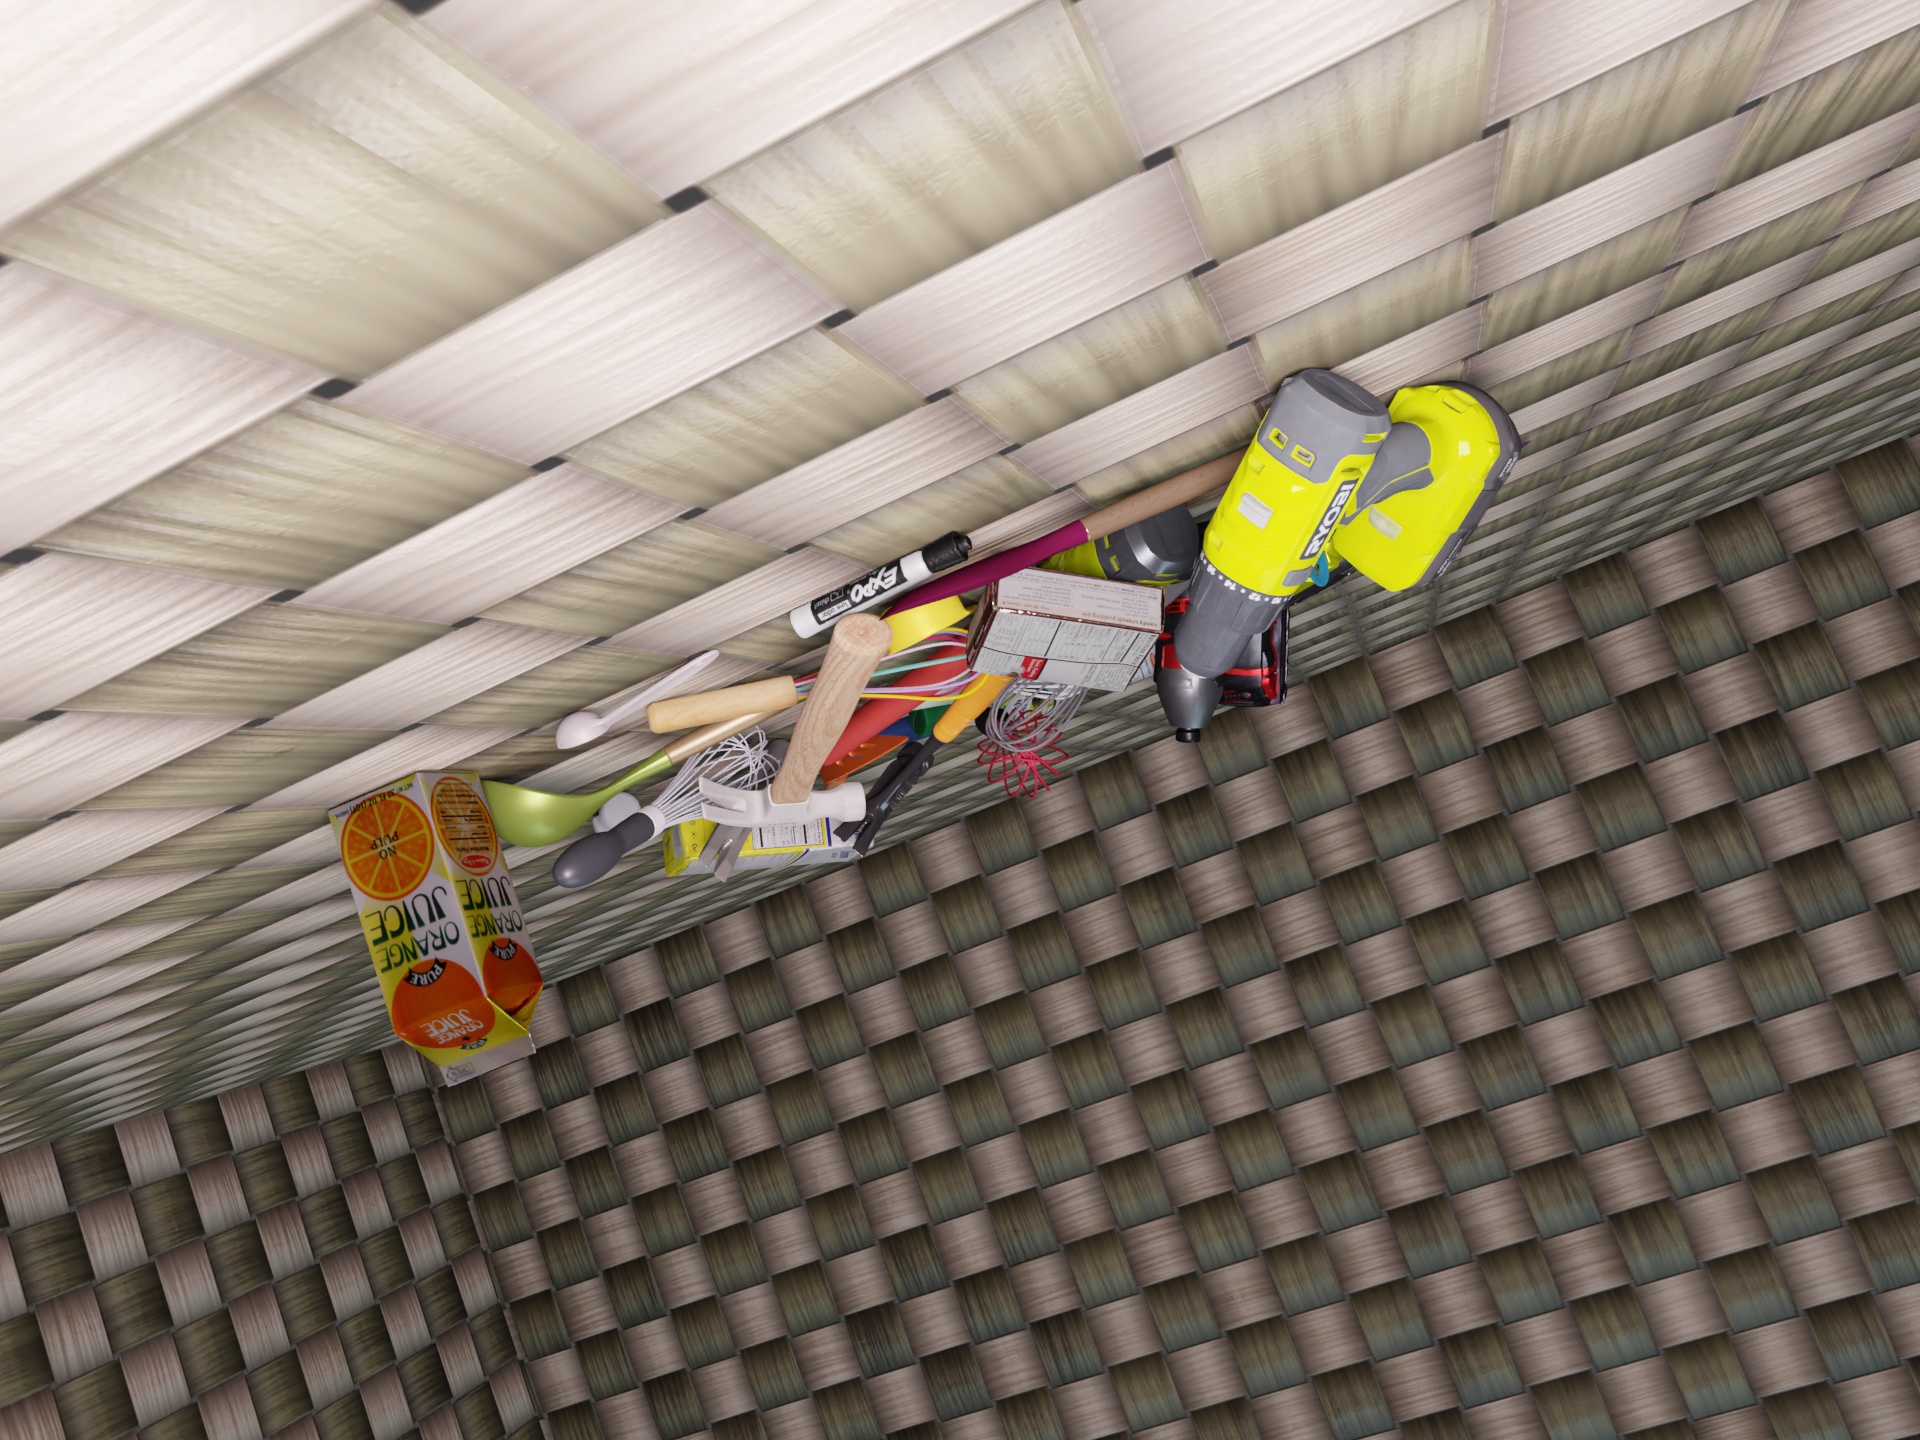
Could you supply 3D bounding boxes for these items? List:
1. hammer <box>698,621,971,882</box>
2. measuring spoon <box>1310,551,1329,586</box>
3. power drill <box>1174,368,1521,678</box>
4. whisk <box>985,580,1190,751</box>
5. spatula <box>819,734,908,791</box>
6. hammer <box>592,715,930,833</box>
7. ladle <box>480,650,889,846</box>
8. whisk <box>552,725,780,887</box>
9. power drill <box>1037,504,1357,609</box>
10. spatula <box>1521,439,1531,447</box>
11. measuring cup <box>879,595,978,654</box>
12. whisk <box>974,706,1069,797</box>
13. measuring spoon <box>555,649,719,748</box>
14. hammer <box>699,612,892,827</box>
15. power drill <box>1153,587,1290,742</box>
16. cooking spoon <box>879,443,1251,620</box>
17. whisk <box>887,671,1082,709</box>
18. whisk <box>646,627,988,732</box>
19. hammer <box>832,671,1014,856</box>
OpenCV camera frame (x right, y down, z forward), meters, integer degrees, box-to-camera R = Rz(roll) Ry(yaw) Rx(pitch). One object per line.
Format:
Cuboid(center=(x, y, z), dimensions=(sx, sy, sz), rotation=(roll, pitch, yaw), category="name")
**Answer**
Cuboid(center=(-0.080, 0.009, 1.256), dimensions=(0.359, 0.036, 0.149), rotation=(-33, -158, 42), category="hammer")
Cuboid(center=(0.211, -0.131, 1.039), dimensions=(0.021, 0.128, 0.042), rotation=(16, -115, 43), category="measuring spoon")
Cuboid(center=(0.229, -0.121, 0.964), dimensions=(0.228, 0.080, 0.190), rotation=(-17, 141, -44), category="power drill")
Cuboid(center=(0.111, -0.061, 1.195), dimensions=(0.239, 0.055, 0.055), rotation=(-43, 178, -14), category="whisk")
Cuboid(center=(-0.109, 0.063, 1.466), dimensions=(0.081, 0.041, 0.322), rotation=(-29, 170, -16), category="spatula")
Cuboid(center=(-0.150, 0.041, 1.496), dimensions=(0.405, 0.035, 0.144), rotation=(-18, 172, -23), category="hammer")
Cuboid(center=(-0.188, 0.002, 1.123), dimensions=(0.320, 0.062, 0.078), rotation=(-27, 175, -7), category="ladle")
Cuboid(center=(-0.215, 0.066, 1.182), dimensions=(0.070, 0.070, 0.284), rotation=(-25, -174, 27), category="whisk")
Cuboid(center=(0.160, -0.110, 1.113), dimensions=(0.223, 0.080, 0.171), rotation=(-12, 168, -32), category="power drill")
Cuboid(center=(0.333, -0.176, 1.334), dimensions=(0.316, 0.018, 0.059), rotation=(-21, 173, -9), category="spatula")
Cuboid(center=(-0.015, -0.077, 1.084), dimensions=(0.062, 0.029, 0.156), rotation=(-27, -177, 16), category="measuring cup")
Cuboid(center=(0.040, 0.014, 1.334), dimensions=(0.073, 0.073, 0.296), rotation=(-21, -172, -3), category="whisk")
Cuboid(center=(-0.205, -0.018, 1.002), dimensions=(0.124, 0.018, 0.034), rotation=(-30, 171, 13), category="measuring spoon")
Cuboid(center=(-0.101, 0.011, 1.081), dimensions=(0.130, 0.031, 0.331), rotation=(-5, 159, -18), category="hammer")
Cuboid(center=(0.229, -0.058, 1.419), dimensions=(0.078, 0.143, 0.219), rotation=(3, -175, 25), category="power drill")
Cuboid(center=(0.095, -0.123, 0.953), dimensions=(0.319, 0.017, 0.069), rotation=(-24, -177, -13), category="cooking spoon")
Cuboid(center=(0.030, -0.035, 1.429), dimensions=(0.246, 0.059, 0.057), rotation=(-10, 131, -39), category="whisk")
Cuboid(center=(-0.093, -0.022, 1.099), dimensions=(0.245, 0.047, 0.051), rotation=(-12, -164, -15), category="whisk")
Cuboid(center=(-0.002, -0.004, 1.287), dimensions=(0.127, 0.034, 0.336), rotation=(-52, -177, -39), category="hammer")
